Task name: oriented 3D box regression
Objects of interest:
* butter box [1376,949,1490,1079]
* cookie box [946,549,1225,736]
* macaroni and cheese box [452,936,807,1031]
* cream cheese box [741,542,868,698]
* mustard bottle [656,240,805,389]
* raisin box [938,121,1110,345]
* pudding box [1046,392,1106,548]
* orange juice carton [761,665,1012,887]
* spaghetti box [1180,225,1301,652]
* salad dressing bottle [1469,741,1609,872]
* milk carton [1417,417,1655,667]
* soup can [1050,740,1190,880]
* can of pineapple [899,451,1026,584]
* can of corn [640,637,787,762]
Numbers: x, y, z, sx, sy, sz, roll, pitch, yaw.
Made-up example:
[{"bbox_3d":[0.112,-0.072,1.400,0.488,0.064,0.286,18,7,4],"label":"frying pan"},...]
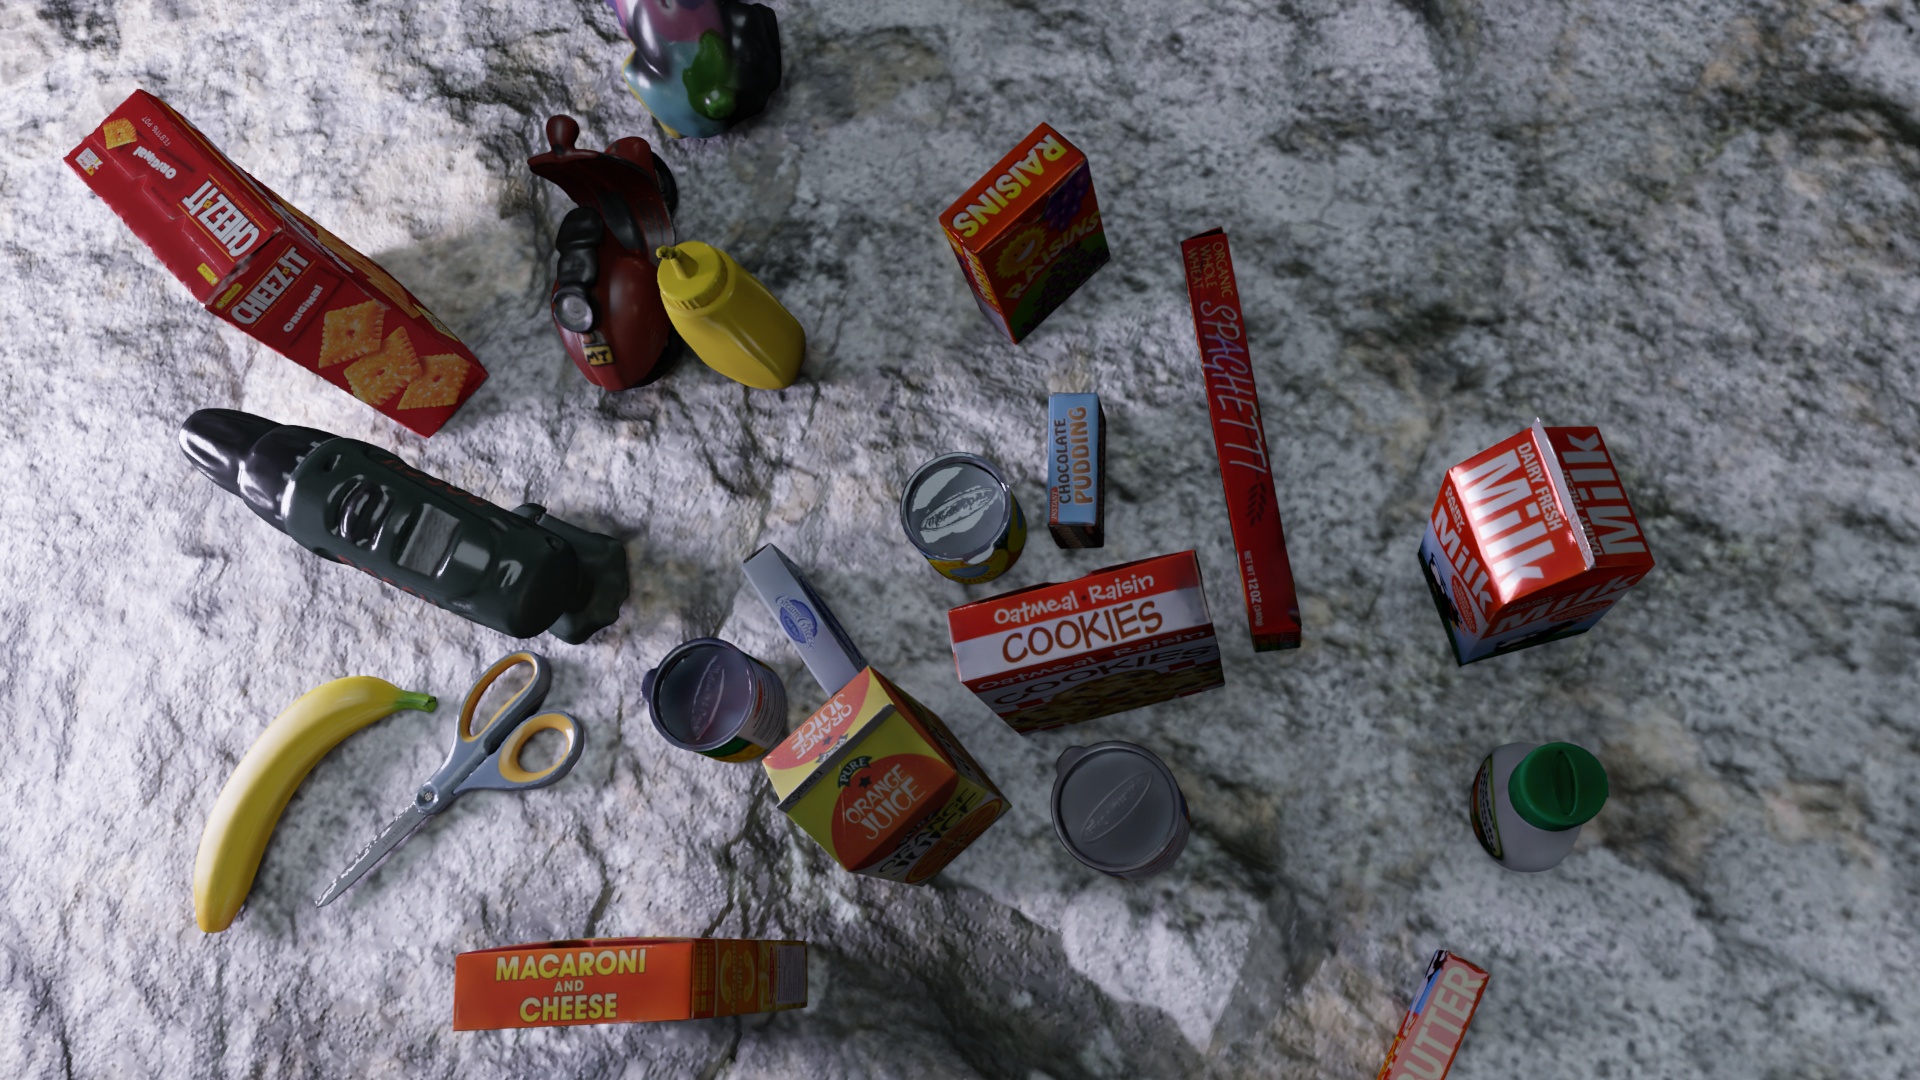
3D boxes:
[{"bbox_3d":[0.229,0.255,0.690,0.024,0.053,0.103,26,80,19],"label":"butter box"},{"bbox_3d":[0.071,0.057,0.727,0.123,0.167,0.040,-15,71,8],"label":"cookie box"},{"bbox_3d":[-0.165,0.230,0.726,0.124,0.166,0.040,-6,72,11],"label":"macaroni and cheese box"},{"bbox_3d":[-0.087,0.053,0.825,0.024,0.053,0.104,-37,69,0],"label":"cream cheese box"},{"bbox_3d":[-0.144,-0.141,0.841,0.065,0.160,0.049,13,77,16],"label":"mustard bottle"},{"bbox_3d":[0.041,-0.180,0.832,0.086,0.123,0.040,-42,69,-2],"label":"raisin box"},{"bbox_3d":[0.069,-0.042,0.821,0.030,0.049,0.084,-1,73,12],"label":"pudding box"},{"bbox_3d":[-0.038,0.124,0.717,0.072,0.192,0.073,-42,69,-2],"label":"orange juice carton"},{"bbox_3d":[0.162,-0.061,0.806,0.028,0.050,0.251,-10,71,10],"label":"spaghetti box"},{"bbox_3d":[0.278,0.125,0.670,0.044,0.147,0.064,-2,73,12],"label":"salad dressing bottle"},{"bbox_3d":[0.280,0.003,0.685,0.073,0.190,0.072,-17,70,7],"label":"milk carton"},{"bbox_3d":[0.085,0.144,0.741,0.071,0.083,0.071,-4,72,12],"label":"soup can"},{"bbox_3d":[0.003,-0.010,0.822,0.071,0.057,0.071,-4,72,12],"label":"can of pineapple"},{"bbox_3d":[-0.144,0.095,0.821,0.071,0.058,0.071,-4,72,12],"label":"can of corn"}]
